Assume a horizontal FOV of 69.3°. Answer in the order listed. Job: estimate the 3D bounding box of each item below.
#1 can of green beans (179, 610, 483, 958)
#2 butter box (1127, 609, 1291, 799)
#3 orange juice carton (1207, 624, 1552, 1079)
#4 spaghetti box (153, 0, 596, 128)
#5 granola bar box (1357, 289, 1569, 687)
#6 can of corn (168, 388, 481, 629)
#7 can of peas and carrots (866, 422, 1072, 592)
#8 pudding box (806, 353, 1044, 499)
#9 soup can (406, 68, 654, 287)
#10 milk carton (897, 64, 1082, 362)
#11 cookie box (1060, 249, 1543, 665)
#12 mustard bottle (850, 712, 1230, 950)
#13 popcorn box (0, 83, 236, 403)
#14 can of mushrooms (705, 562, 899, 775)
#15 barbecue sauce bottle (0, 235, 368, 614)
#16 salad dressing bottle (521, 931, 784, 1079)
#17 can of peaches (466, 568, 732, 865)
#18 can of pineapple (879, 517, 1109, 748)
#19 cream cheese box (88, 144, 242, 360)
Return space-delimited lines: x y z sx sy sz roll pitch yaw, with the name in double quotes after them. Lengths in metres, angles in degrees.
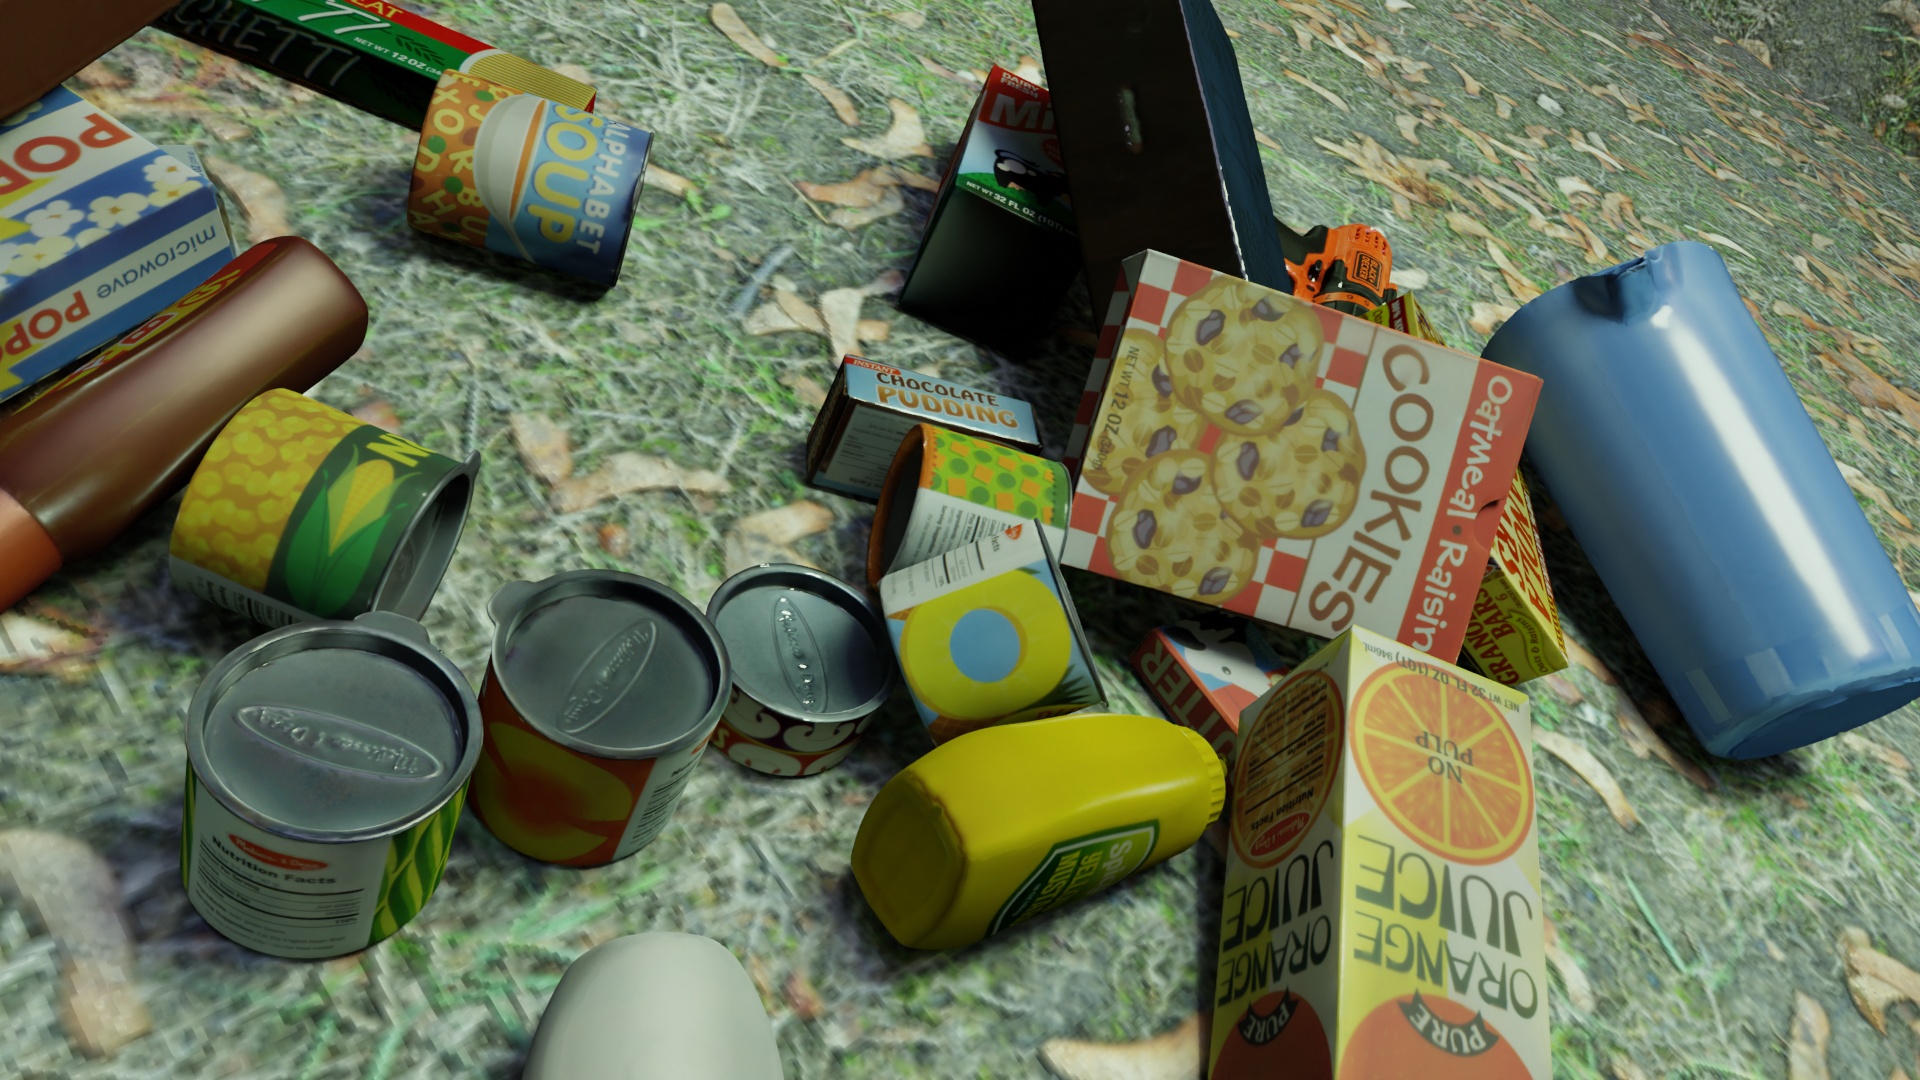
-0.161 0.064 0.355 0.071 0.057 0.071 17 41 -15 "can of green beans"
0.116 0.073 0.540 0.053 0.024 0.104 -11 54 -40 "butter box"
0.128 0.132 0.429 0.072 0.072 0.194 22 53 -11 "orange juice carton"
-0.289 -0.226 0.610 0.250 0.028 0.050 20 39 -12 "spaghetti box"
0.236 -0.028 0.671 0.124 0.039 0.166 47 33 -24 "granola bar box"
-0.184 -0.006 0.407 0.058 0.070 0.071 24 39 -7 "can of corn"
0.002 -0.007 0.524 0.059 0.070 0.071 16 41 -16 "can of peas and carrots"
-0.015 -0.039 0.559 0.084 0.049 0.030 13 41 -18 "pudding box"
-0.173 -0.147 0.562 0.084 0.071 0.072 14 42 -18 "soup can"
0.028 -0.182 0.720 0.072 0.073 0.191 24 39 -8 "milk carton"
0.128 -0.028 0.543 0.167 0.123 0.040 16 1 -9 "cookie box"
0.042 0.086 0.452 0.161 0.065 0.049 -6 48 -42 "mustard bottle"
-0.301 -0.085 0.417 0.085 0.038 0.127 32 52 12 "popcorn box"
-0.059 0.042 0.459 0.071 0.033 0.071 17 41 -16 "can of mushrooms"
-0.241 -0.030 0.398 0.043 0.064 0.149 52 49 -21 "barbecue sauce bottle"
-0.069 0.166 0.314 0.064 0.043 0.148 11 44 -24 "salad dressing bottle"
-0.108 0.050 0.402 0.071 0.057 0.071 16 41 -15 "can of peaches"
0.012 0.035 0.466 0.058 0.070 0.071 -21 50 4 "can of pineapple"
-0.281 -0.098 0.481 0.053 0.024 0.104 -13 55 -38 "cream cheese box"
